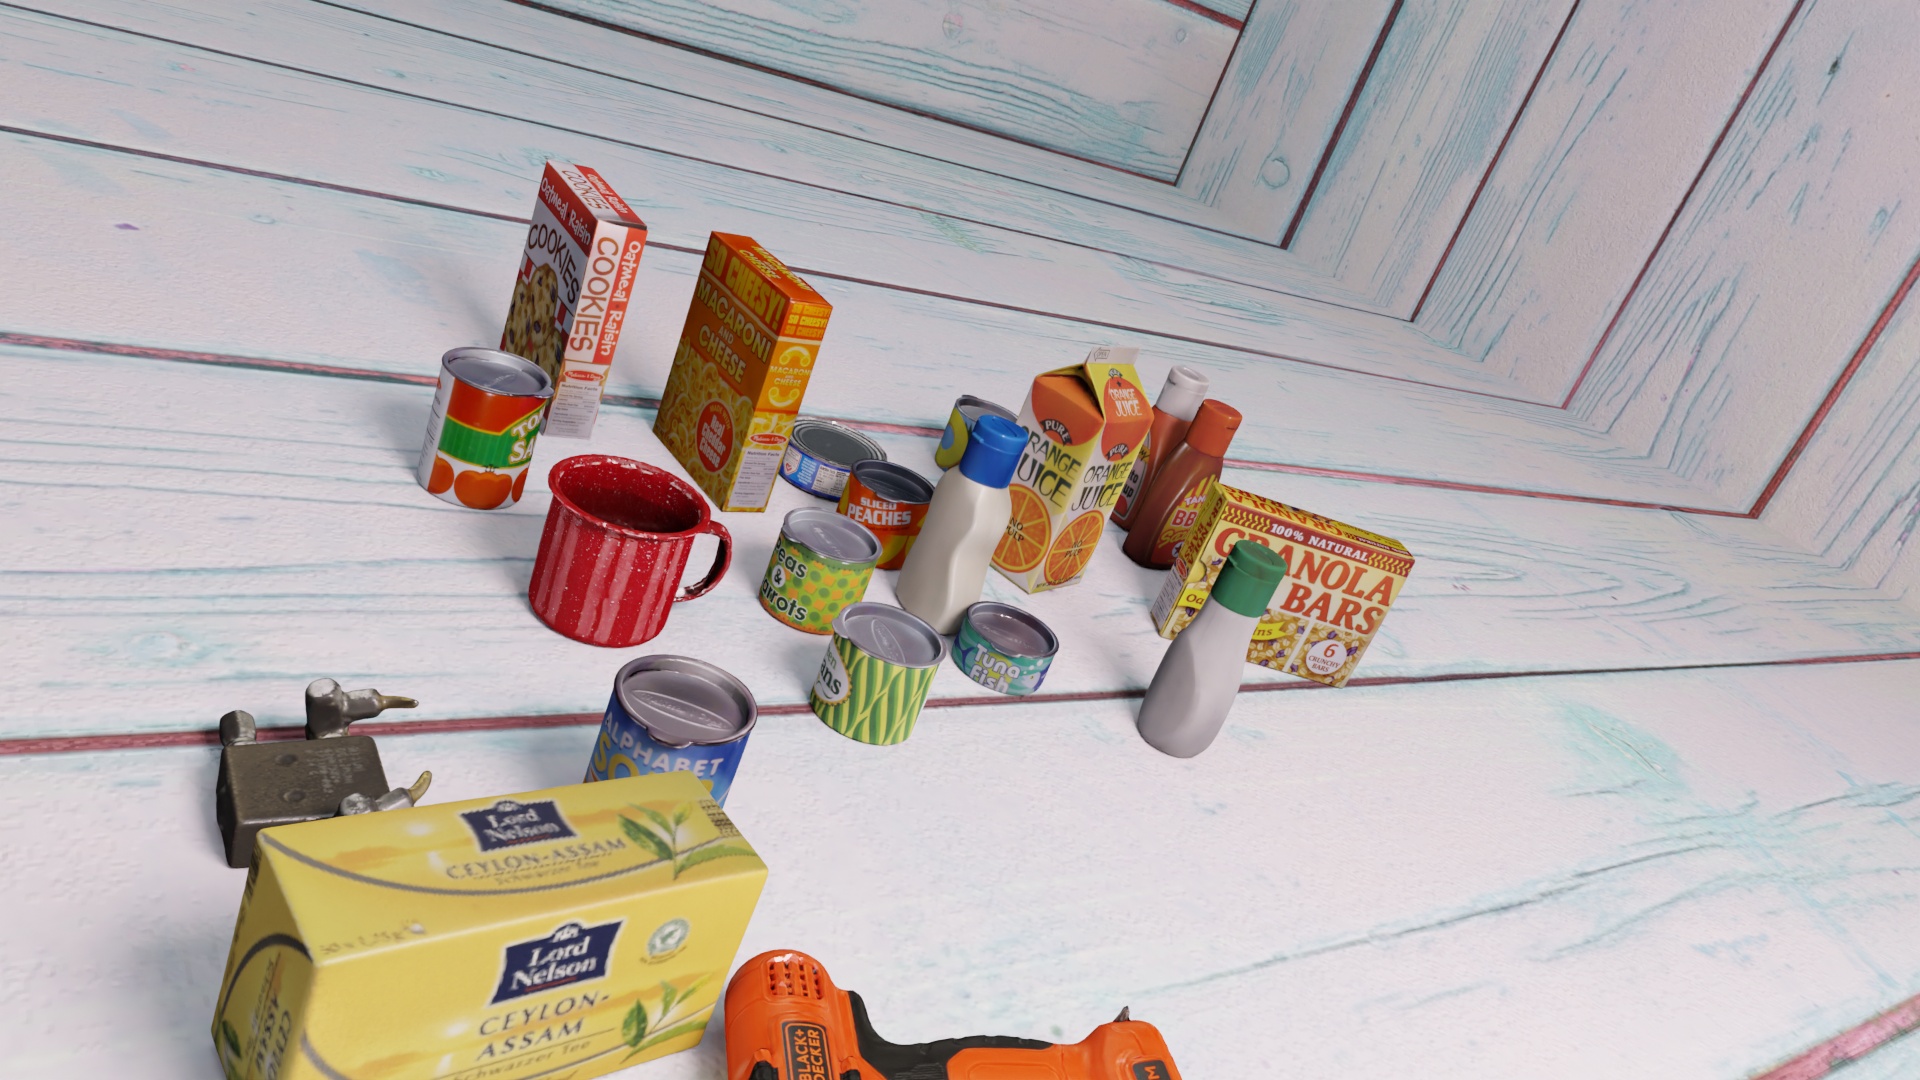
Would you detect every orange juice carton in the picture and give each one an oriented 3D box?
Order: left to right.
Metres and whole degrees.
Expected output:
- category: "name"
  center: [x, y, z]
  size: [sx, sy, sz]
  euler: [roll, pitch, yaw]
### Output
- category: "orange juice carton"
  center: [0.082, -0.061, 1.057]
  size: [0.073, 0.191, 0.072]
  euler: [36, 27, 30]

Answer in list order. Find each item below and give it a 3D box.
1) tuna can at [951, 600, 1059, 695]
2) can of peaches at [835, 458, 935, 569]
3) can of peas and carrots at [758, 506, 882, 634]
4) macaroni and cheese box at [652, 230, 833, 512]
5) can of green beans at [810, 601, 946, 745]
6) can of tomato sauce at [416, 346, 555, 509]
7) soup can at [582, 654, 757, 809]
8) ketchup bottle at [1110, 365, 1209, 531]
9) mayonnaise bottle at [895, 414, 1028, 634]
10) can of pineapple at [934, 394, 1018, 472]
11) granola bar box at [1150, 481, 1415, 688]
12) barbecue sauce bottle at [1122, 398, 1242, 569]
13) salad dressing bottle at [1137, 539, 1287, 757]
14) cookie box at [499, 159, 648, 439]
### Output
- category: "tuna can"
  center: [0.029, 0.072, 0.923]
  size: [0.071, 0.032, 0.071]
  euler: [19, 23, -8]
- category: "can of peaches"
  center: [-0.058, -0.018, 1.010]
  size: [0.071, 0.057, 0.071]
  euler: [19, 23, -8]
- category: "can of peas and carrots"
  center: [-0.093, 0.020, 0.896]
  size: [0.071, 0.058, 0.071]
  euler: [19, 23, -8]
- category: "macaroni and cheese box"
  center: [-0.161, -0.122, 1.007]
  size: [0.040, 0.165, 0.124]
  euler: [1, 31, -41]
- category: "can of green beans"
  center: [-0.049, 0.078, 0.812]
  size: [0.071, 0.057, 0.071]
  euler: [19, 23, -8]
- category: "can of tomato sauce"
  center: [-0.299, -0.070, 0.877]
  size: [0.071, 0.082, 0.071]
  euler: [19, 23, -8]
- category: "soup can"
  center: [-0.138, 0.106, 0.639]
  size: [0.071, 0.083, 0.071]
  euler: [19, 23, -8]
- category: "ketchup bottle"
  center: [0.176, -0.082, 1.241]
  size: [0.043, 0.148, 0.065]
  euler: [11, 25, -26]
- category: "mayonnaise bottle"
  center: [0.003, -0.012, 0.937]
  size: [0.041, 0.147, 0.065]
  euler: [3, 30, -38]
- category: "can of pineapple"
  center: [0.016, -0.087, 1.224]
  size: [0.071, 0.057, 0.071]
  euler: [19, 23, -8]
- category: "granola bar box"
  center: [0.249, 0.037, 1.079]
  size: [0.166, 0.123, 0.039]
  euler: [16, 24, -14]
- category: "barbecue sauce bottle"
  center: [0.191, -0.047, 1.179]
  size: [0.065, 0.148, 0.044]
  euler: [-2, 33, -44]
- category: "salad dressing bottle"
  center: [0.164, 0.071, 0.902]
  size: [0.044, 0.147, 0.064]
  euler: [13, 25, -22]
- category: "cookie box"
  center: [-0.285, -0.176, 1.012]
  size: [0.040, 0.166, 0.123]
  euler: [4, 29, -38]
